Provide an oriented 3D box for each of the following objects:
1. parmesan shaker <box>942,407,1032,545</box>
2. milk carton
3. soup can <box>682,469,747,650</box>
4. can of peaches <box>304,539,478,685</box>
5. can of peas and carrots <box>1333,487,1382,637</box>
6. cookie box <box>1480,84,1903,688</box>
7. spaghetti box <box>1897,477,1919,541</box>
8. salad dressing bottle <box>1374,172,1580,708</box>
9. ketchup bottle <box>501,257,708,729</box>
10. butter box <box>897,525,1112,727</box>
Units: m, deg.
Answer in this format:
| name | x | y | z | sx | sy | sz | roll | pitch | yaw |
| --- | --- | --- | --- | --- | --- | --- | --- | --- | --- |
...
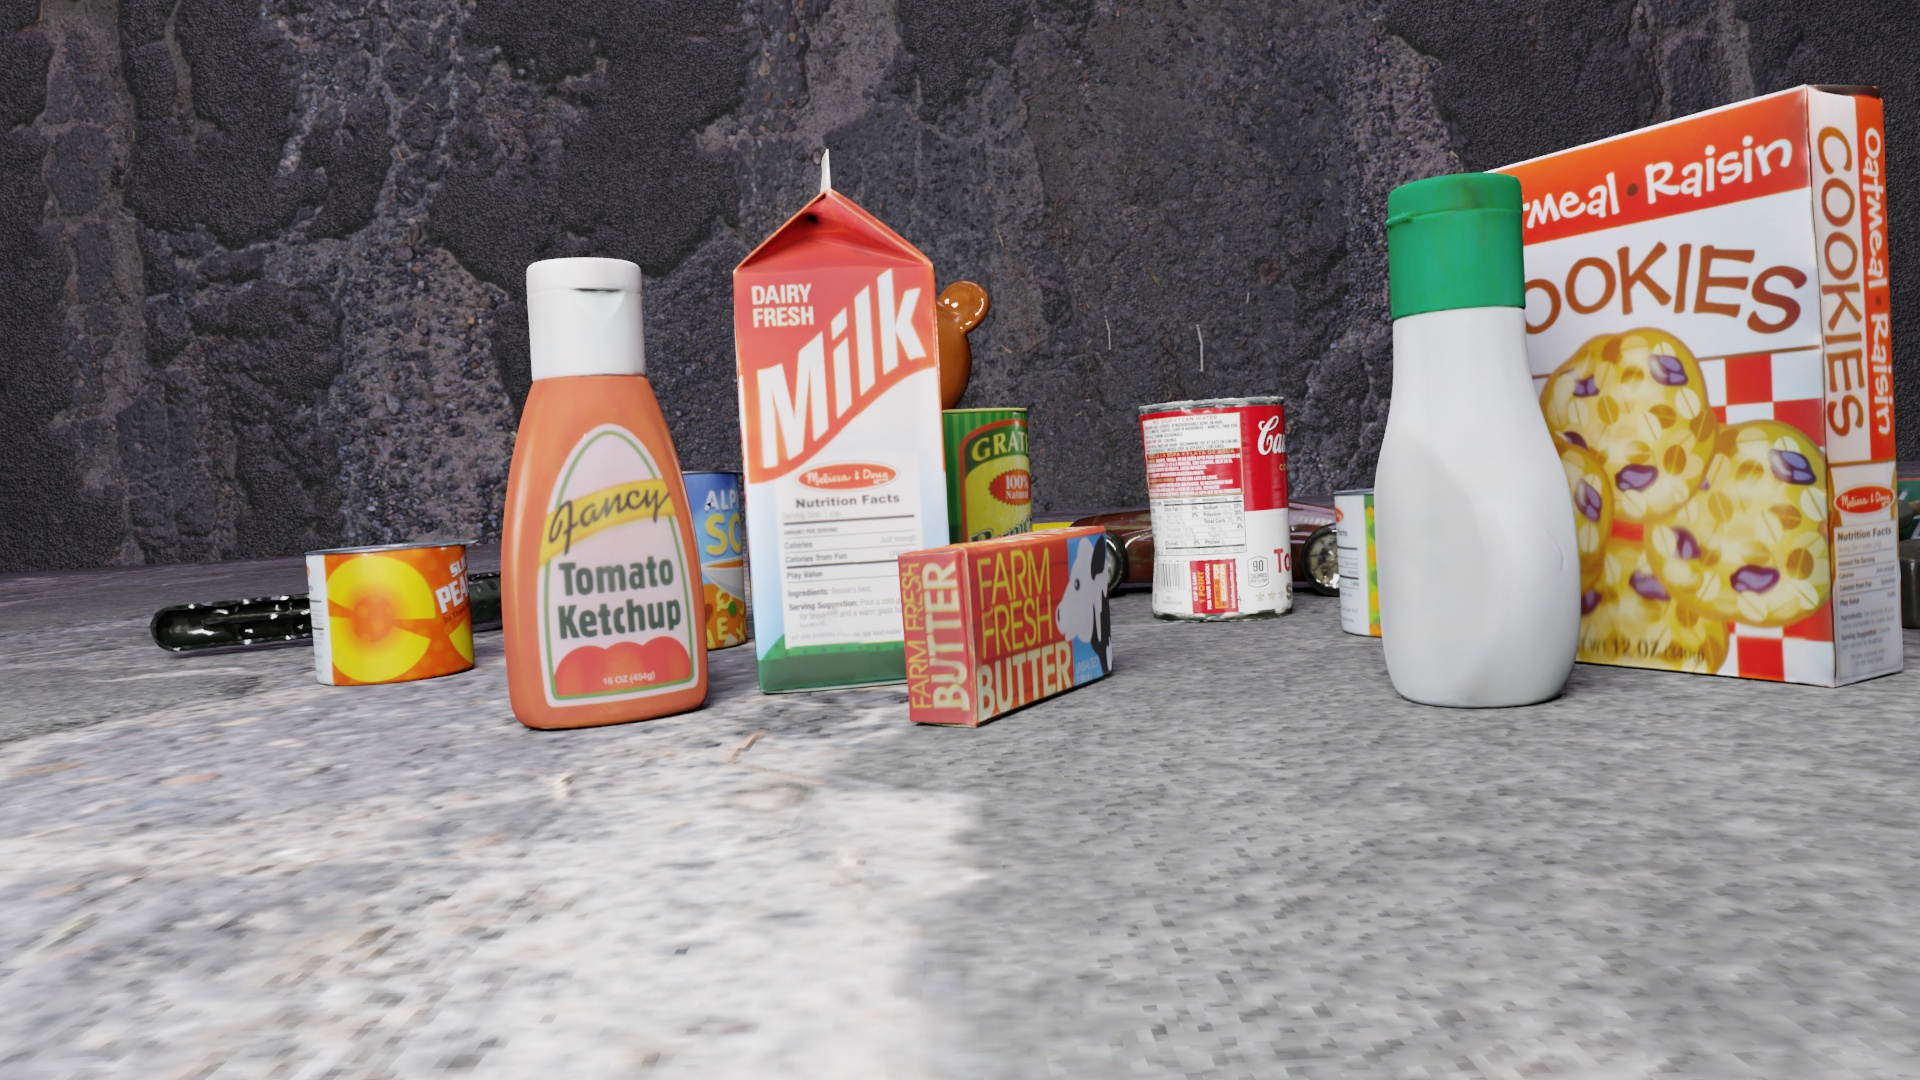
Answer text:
| name | x | y | z | sx | sy | sz | roll | pitch | yaw |
| --- | --- | --- | --- | --- | --- | --- | --- | --- | --- |
| parmesan shaker | 0.002 | -0.008 | 0.646 | 0.071 | 0.103 | 0.071 | -3 | 2 | 0 |
| milk carton | -0.046 | -0.044 | 0.522 | 0.073 | 0.190 | 0.072 | -4 | 2 | -9 |
| soup can | -0.133 | 0.009 | 0.658 | 0.071 | 0.083 | 0.071 | -3 | 2 | 0 |
| can of peaches | -0.248 | 0.031 | 0.613 | 0.071 | 0.058 | 0.071 | -3 | 2 | 0 |
| can of peas and carrots | 0.189 | 0.007 | 0.562 | 0.071 | 0.058 | 0.071 | -3 | 2 | 0 |
| cookie box | 0.221 | -0.044 | 0.440 | 0.040 | 0.167 | 0.123 | -4 | 2 | -29 |
| spaghetti box | 0.342 | -0.001 | 0.644 | 0.029 | 0.050 | 0.250 | -5 | 3 | -40 |
| salad dressing bottle | 0.145 | -0.028 | 0.398 | 0.044 | 0.147 | 0.064 | -4 | 2 | -16 |
| ketchup bottle | -0.119 | -0.016 | 0.456 | 0.065 | 0.148 | 0.043 | -4 | 2 | -29 |
| butter box | 0.018 | 0.025 | 0.444 | 0.024 | 0.053 | 0.104 | -2 | 3 | 30 |
